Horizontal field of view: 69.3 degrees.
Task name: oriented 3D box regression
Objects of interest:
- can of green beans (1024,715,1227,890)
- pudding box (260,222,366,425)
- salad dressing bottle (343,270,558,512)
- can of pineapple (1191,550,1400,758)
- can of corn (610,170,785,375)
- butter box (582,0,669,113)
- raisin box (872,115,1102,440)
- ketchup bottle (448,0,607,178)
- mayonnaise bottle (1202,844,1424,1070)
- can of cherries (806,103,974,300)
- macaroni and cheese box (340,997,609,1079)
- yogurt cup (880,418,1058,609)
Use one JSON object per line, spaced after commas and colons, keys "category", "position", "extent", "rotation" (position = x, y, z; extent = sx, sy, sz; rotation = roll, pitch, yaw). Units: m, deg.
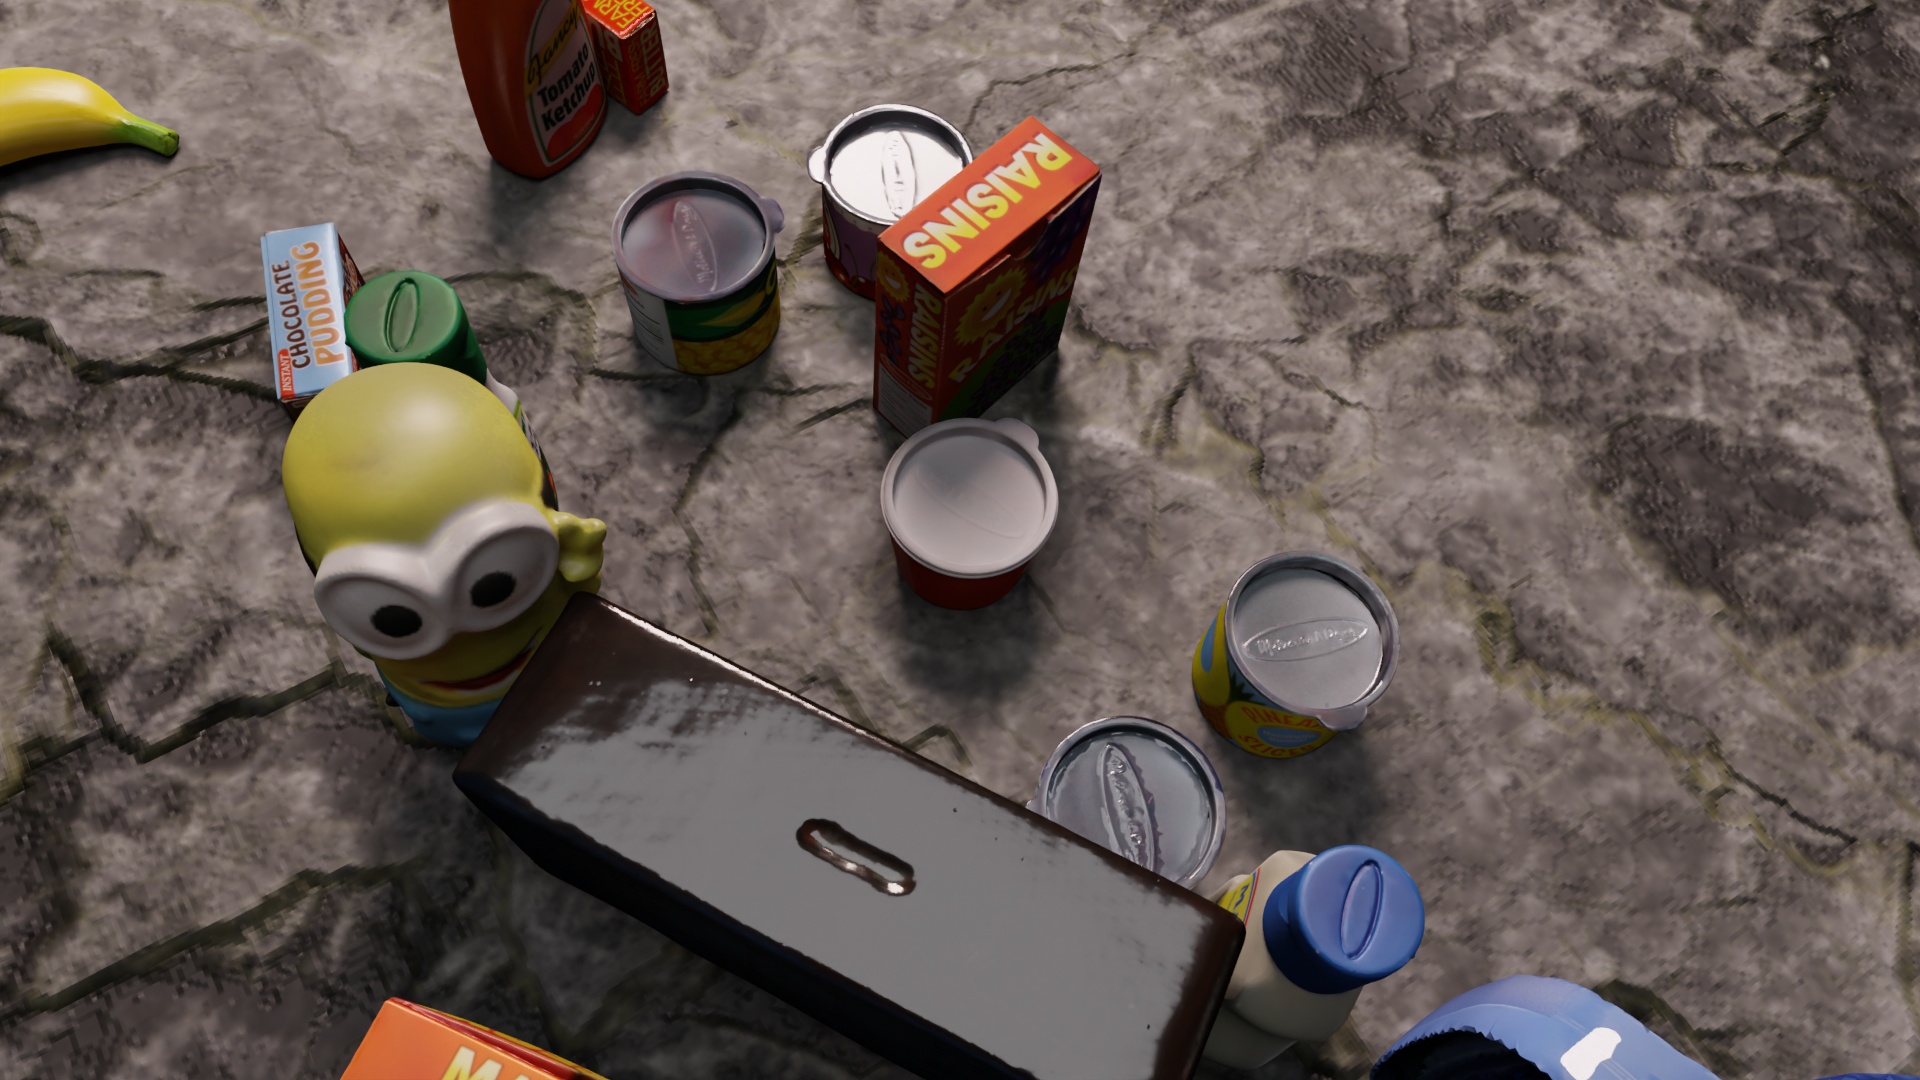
{"category": "can of green beans", "position": [0.057, 0.103, 0.502], "extent": [0.071, 0.057, 0.071], "rotation": [2, 65, -4]}
{"category": "pudding box", "position": [-0.261, -0.082, 0.570], "extent": [0.030, 0.049, 0.084], "rotation": [-13, 66, -10]}
{"category": "salad dressing bottle", "position": [-0.181, -0.040, 0.502], "extent": [0.044, 0.147, 0.064], "rotation": [0, 65, -4]}
{"category": "can of pineapple", "position": [0.127, 0.047, 0.534], "extent": [0.071, 0.057, 0.071], "rotation": [2, 65, -4]}
{"category": "can of corn", "position": [-0.108, -0.113, 0.592], "extent": [0.071, 0.058, 0.071], "rotation": [2, 65, -4]}
{"category": "butter box", "position": [-0.183, -0.250, 0.654], "extent": [0.103, 0.053, 0.024], "rotation": [38, 68, 13]}
{"category": "raisin box", "position": [0.007, -0.097, 0.557], "extent": [0.040, 0.123, 0.086], "rotation": [42, 69, 14]}
{"category": "ketchup bottle", "position": [-0.188, -0.224, 0.588], "extent": [0.043, 0.148, 0.065], "rotation": [27, 66, 8]}
{"category": "mayonnaise bottle", "position": [0.104, 0.130, 0.443], "extent": [0.041, 0.147, 0.065], "rotation": [20, 65, 5]}
{"category": "can of cherries", "position": [-0.031, -0.148, 0.614], "extent": [0.071, 0.058, 0.072], "rotation": [2, 65, -4]}
{"category": "macaroni and cheese box", "position": [-0.094, 0.180, 0.394], "extent": [0.124, 0.165, 0.040], "rotation": [23, 66, 6]}
{"category": "yogurt cup", "position": [0.002, -0.007, 0.552], "extent": [0.072, 0.053, 0.072], "rotation": [2, 65, -4]}
